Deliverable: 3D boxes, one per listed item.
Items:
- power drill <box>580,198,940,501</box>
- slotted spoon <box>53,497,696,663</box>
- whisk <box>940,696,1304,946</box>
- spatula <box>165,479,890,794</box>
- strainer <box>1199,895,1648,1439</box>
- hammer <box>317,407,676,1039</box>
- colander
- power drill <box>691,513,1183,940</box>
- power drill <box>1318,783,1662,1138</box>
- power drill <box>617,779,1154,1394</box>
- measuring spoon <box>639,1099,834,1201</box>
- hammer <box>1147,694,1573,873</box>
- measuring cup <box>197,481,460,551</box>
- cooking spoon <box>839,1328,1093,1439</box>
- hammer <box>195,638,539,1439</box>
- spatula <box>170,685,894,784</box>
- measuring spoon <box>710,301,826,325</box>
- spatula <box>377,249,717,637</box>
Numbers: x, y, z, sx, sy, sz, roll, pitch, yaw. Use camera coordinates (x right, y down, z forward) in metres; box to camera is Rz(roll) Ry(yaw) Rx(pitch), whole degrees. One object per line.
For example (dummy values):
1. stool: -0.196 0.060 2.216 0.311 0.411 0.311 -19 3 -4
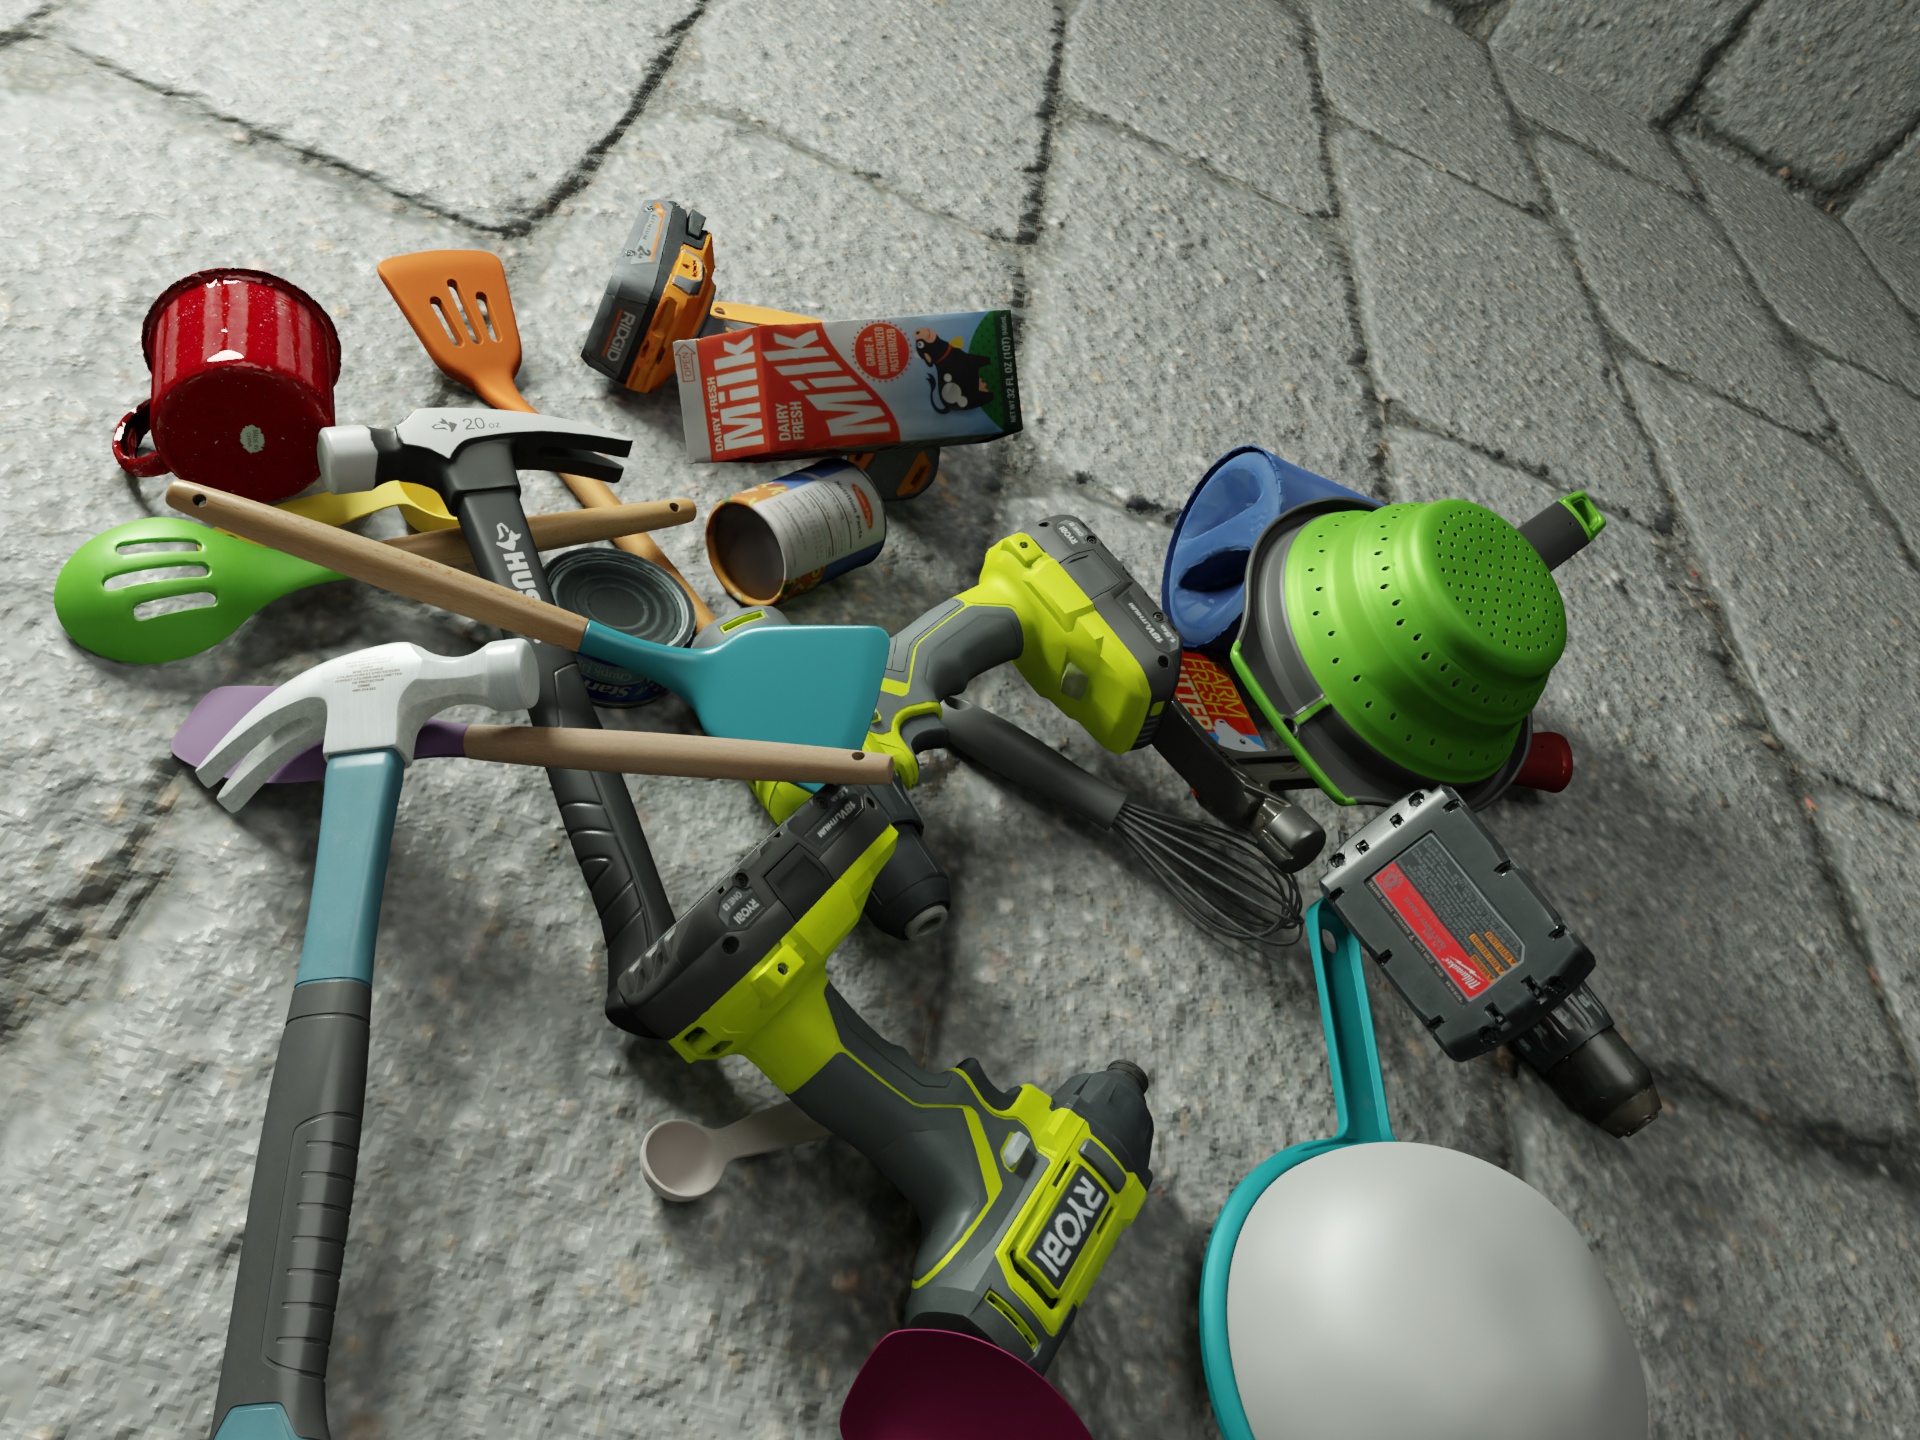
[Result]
1. power drill: -0.114 -0.243 1.023 0.226 0.084 0.164 22 40 -16
2. slotted spoon: -0.270 -0.085 0.784 0.313 0.031 0.070 -15 78 -36
3. whisk: 0.083 0.052 0.866 0.239 0.055 0.055 30 40 7
4. spatula: -0.192 -0.050 0.706 0.317 0.044 0.082 19 81 -11
5. strainer: 0.211 0.212 0.705 0.211 0.095 0.341 15 50 -21
6. hammer: -0.180 -0.009 0.735 0.146 0.035 0.335 -12 65 -31
7. colander: 0.320 -0.086 0.940 0.397 0.094 0.204 -30 82 -41
8. power drill: -0.001 -0.003 0.816 0.228 0.080 0.191 -25 61 -25
9. power drill: 0.282 0.131 0.818 0.188 0.080 0.226 56 13 25
10. power drill: -0.017 0.142 0.665 0.223 0.080 0.171 47 41 -2
11. measuring spoon: -0.081 0.175 0.667 0.124 0.018 0.034 -6 51 -43
12. hammer: 0.261 0.021 0.972 0.359 0.036 0.149 -1 40 -41
13. measuring cup: -0.308 -0.104 0.813 0.156 0.029 0.062 -23 71 -30
14. cooking spoon: 0.093 0.326 0.584 0.319 0.017 0.069 35 67 -4
15. hammer: -0.230 0.112 0.582 0.128 0.033 0.331 -6 56 1
16. spatula: -0.184 0.012 0.674 0.316 0.018 0.060 3 43 8
17. measuring spoon: -0.124 -0.274 1.102 0.117 0.011 0.021 4 47 -23
18. spatula: -0.217 -0.149 0.894 0.081 0.041 0.323 -22 63 -44
